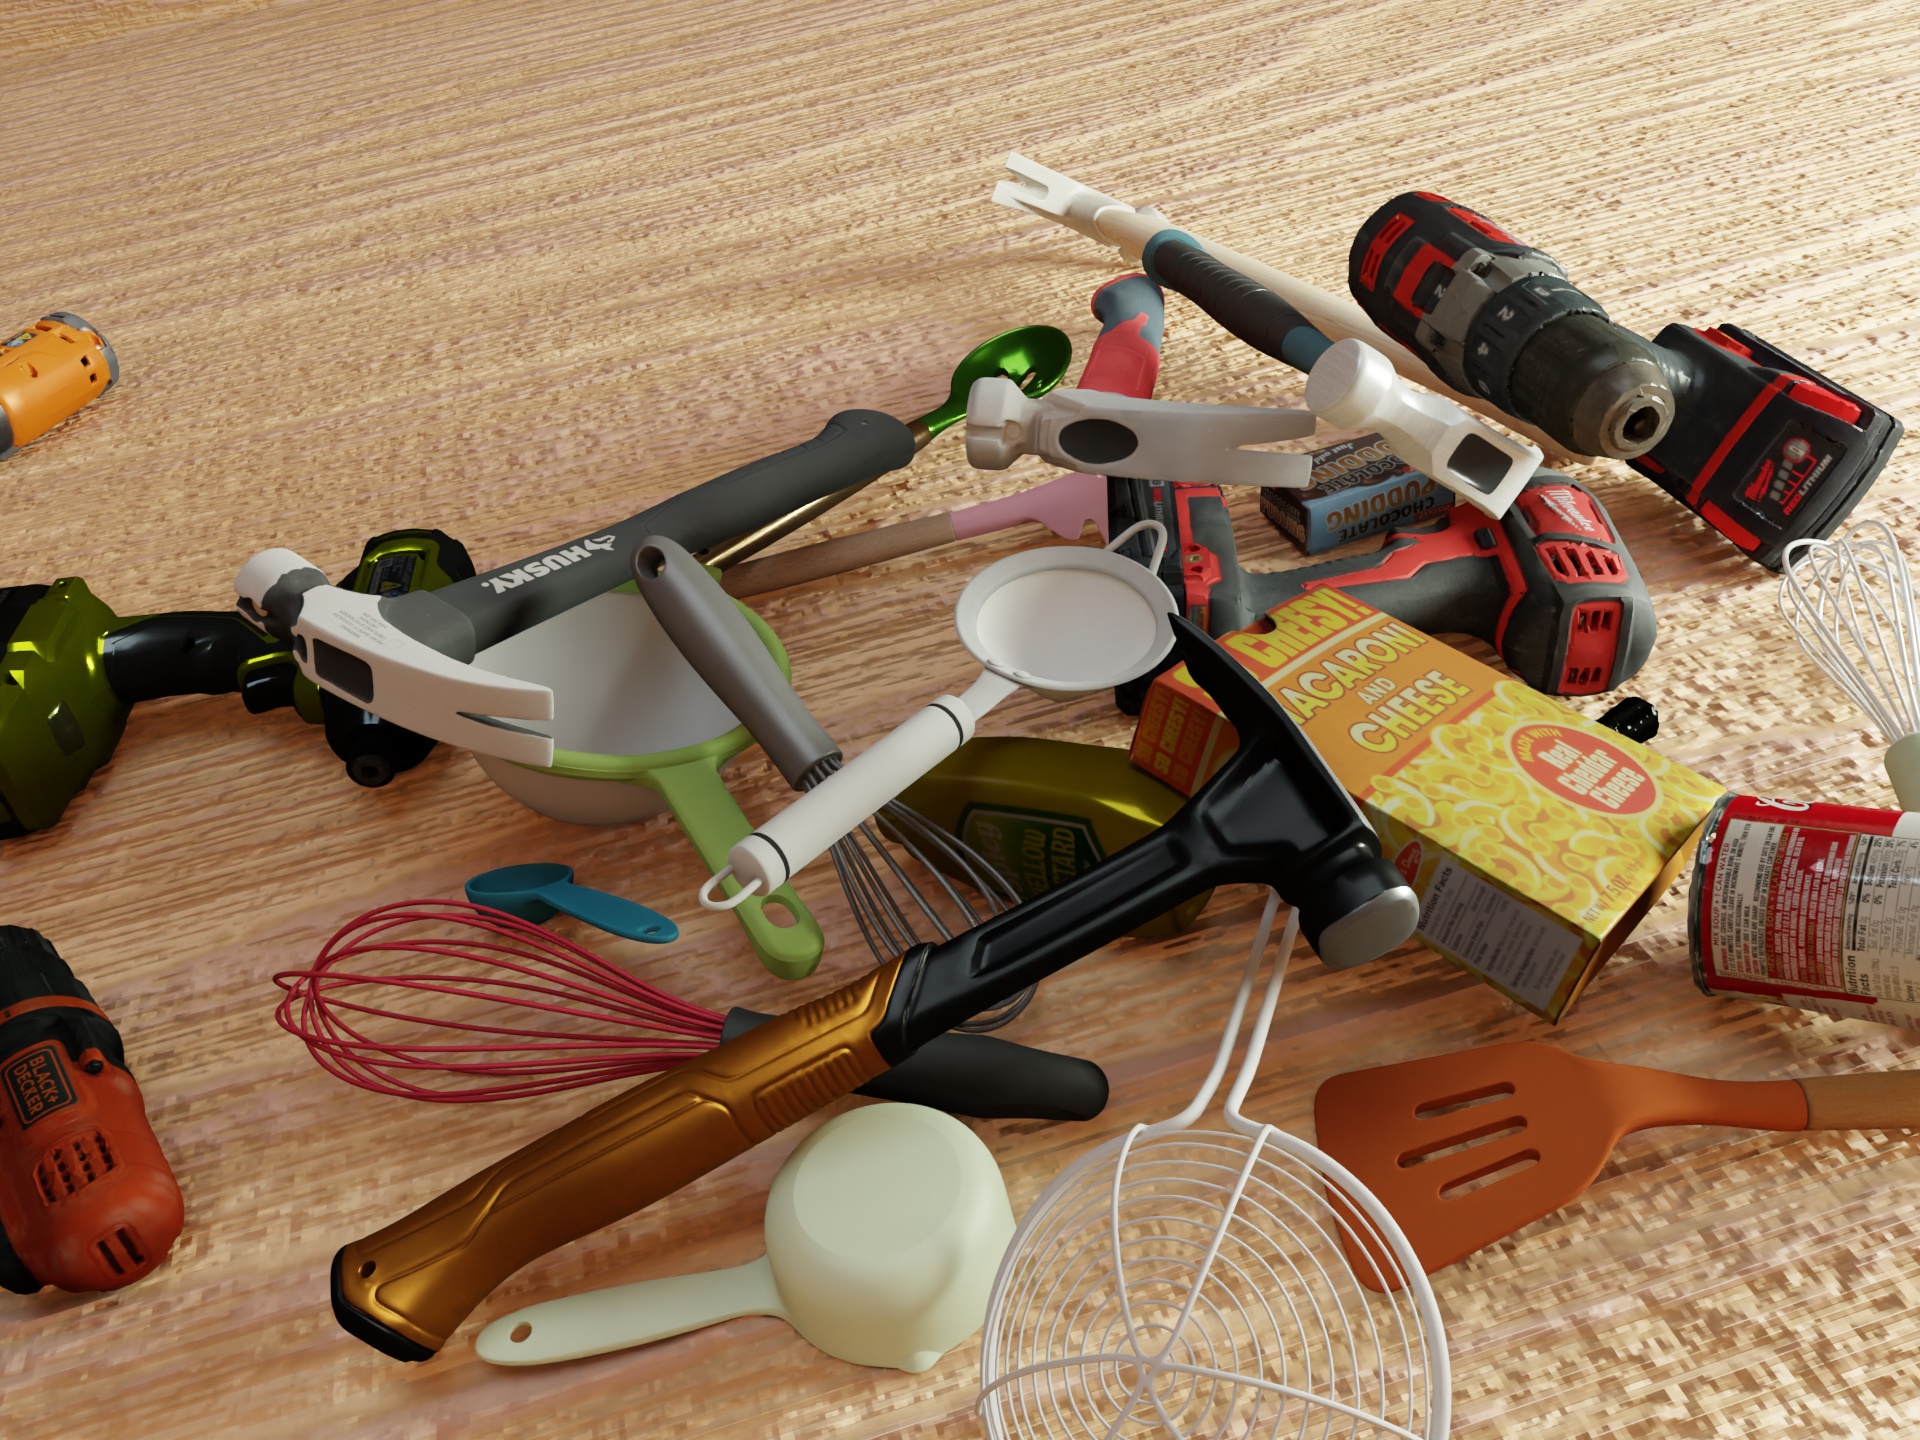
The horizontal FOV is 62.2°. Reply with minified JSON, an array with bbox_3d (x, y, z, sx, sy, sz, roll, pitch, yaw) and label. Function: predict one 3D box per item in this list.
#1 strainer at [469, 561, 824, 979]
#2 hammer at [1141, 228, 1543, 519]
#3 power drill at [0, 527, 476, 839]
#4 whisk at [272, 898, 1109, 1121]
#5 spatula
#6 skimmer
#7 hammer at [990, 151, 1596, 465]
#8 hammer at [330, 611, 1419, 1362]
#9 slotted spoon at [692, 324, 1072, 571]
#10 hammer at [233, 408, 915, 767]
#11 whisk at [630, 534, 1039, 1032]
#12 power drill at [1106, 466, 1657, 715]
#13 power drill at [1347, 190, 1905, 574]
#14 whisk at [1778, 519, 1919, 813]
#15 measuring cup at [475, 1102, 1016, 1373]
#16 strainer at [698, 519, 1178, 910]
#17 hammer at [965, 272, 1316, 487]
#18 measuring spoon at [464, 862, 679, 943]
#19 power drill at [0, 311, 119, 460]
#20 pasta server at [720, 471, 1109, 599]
[{"bbox_3d":[-0.123,0.029,0.646,0.151,0.069,0.257,-12,43,-31],"label":"strainer"},{"bbox_3d":[0.150,-0.172,0.718,0.128,0.033,0.331,23,20,-25],"label":"hammer"},{"bbox_3d":[-0.347,-0.016,0.744,0.223,0.080,0.171,-8,37,-4],"label":"power drill"},{"bbox_3d":[-0.097,0.107,0.542,0.296,0.073,0.073,5,39,10],"label":"whisk"},{"bbox_3d":[0.273,0.120,0.476,0.322,0.041,0.081,-3,35,1],"label":"spatula"},{"bbox_3d":[0.105,0.107,0.521,0.127,0.090,0.363,-8,24,26],"label":"skimmer"},{"bbox_3d":[0.186,-0.240,0.909,0.146,0.038,0.411,5,26,-44],"label":"hammer"},{"bbox_3d":[-0.040,0.091,0.485,0.337,0.034,0.127,-29,50,0],"label":"hammer"},{"bbox_3d":[-0.040,-0.148,0.869,0.070,0.031,0.314,19,42,33],"label":"slotted spoon"},{"bbox_3d":[-0.130,-0.080,0.707,0.146,0.035,0.335,29,38,24],"label":"hammer"},{"bbox_3d":[-0.052,0.015,0.589,0.055,0.055,0.239,-31,70,-26],"label":"whisk"},{"bbox_3d":[0.176,-0.068,0.700,0.219,0.078,0.143,-2,38,5],"label":"power drill"},{"bbox_3d":[0.285,-0.137,0.666,0.226,0.080,0.188,16,28,-26],"label":"power drill"},{"bbox_3d":[0.352,0.008,0.587,0.059,0.057,0.247,17,44,-5],"label":"whisk"},{"bbox_3d":[-0.066,0.161,0.479,0.167,0.038,0.083,-11,37,-6],"label":"measuring cup"},{"bbox_3d":[-0.001,-0.002,0.573,0.087,0.050,0.258,27,44,28],"label":"strainer"},{"bbox_3d":[0.100,-0.186,0.819,0.143,0.038,0.386,5,24,7],"label":"hammer"},{"bbox_3d":[-0.144,0.076,0.600,0.042,0.021,0.129,-14,16,-42],"label":"measuring spoon"},{"bbox_3d":[-0.727,-0.229,1.100,0.226,0.084,0.164,10,42,18],"label":"power drill"},{"bbox_3d":[-0.029,-0.085,0.806,0.316,0.040,0.060,-14,37,0],"label":"pasta server"}]
